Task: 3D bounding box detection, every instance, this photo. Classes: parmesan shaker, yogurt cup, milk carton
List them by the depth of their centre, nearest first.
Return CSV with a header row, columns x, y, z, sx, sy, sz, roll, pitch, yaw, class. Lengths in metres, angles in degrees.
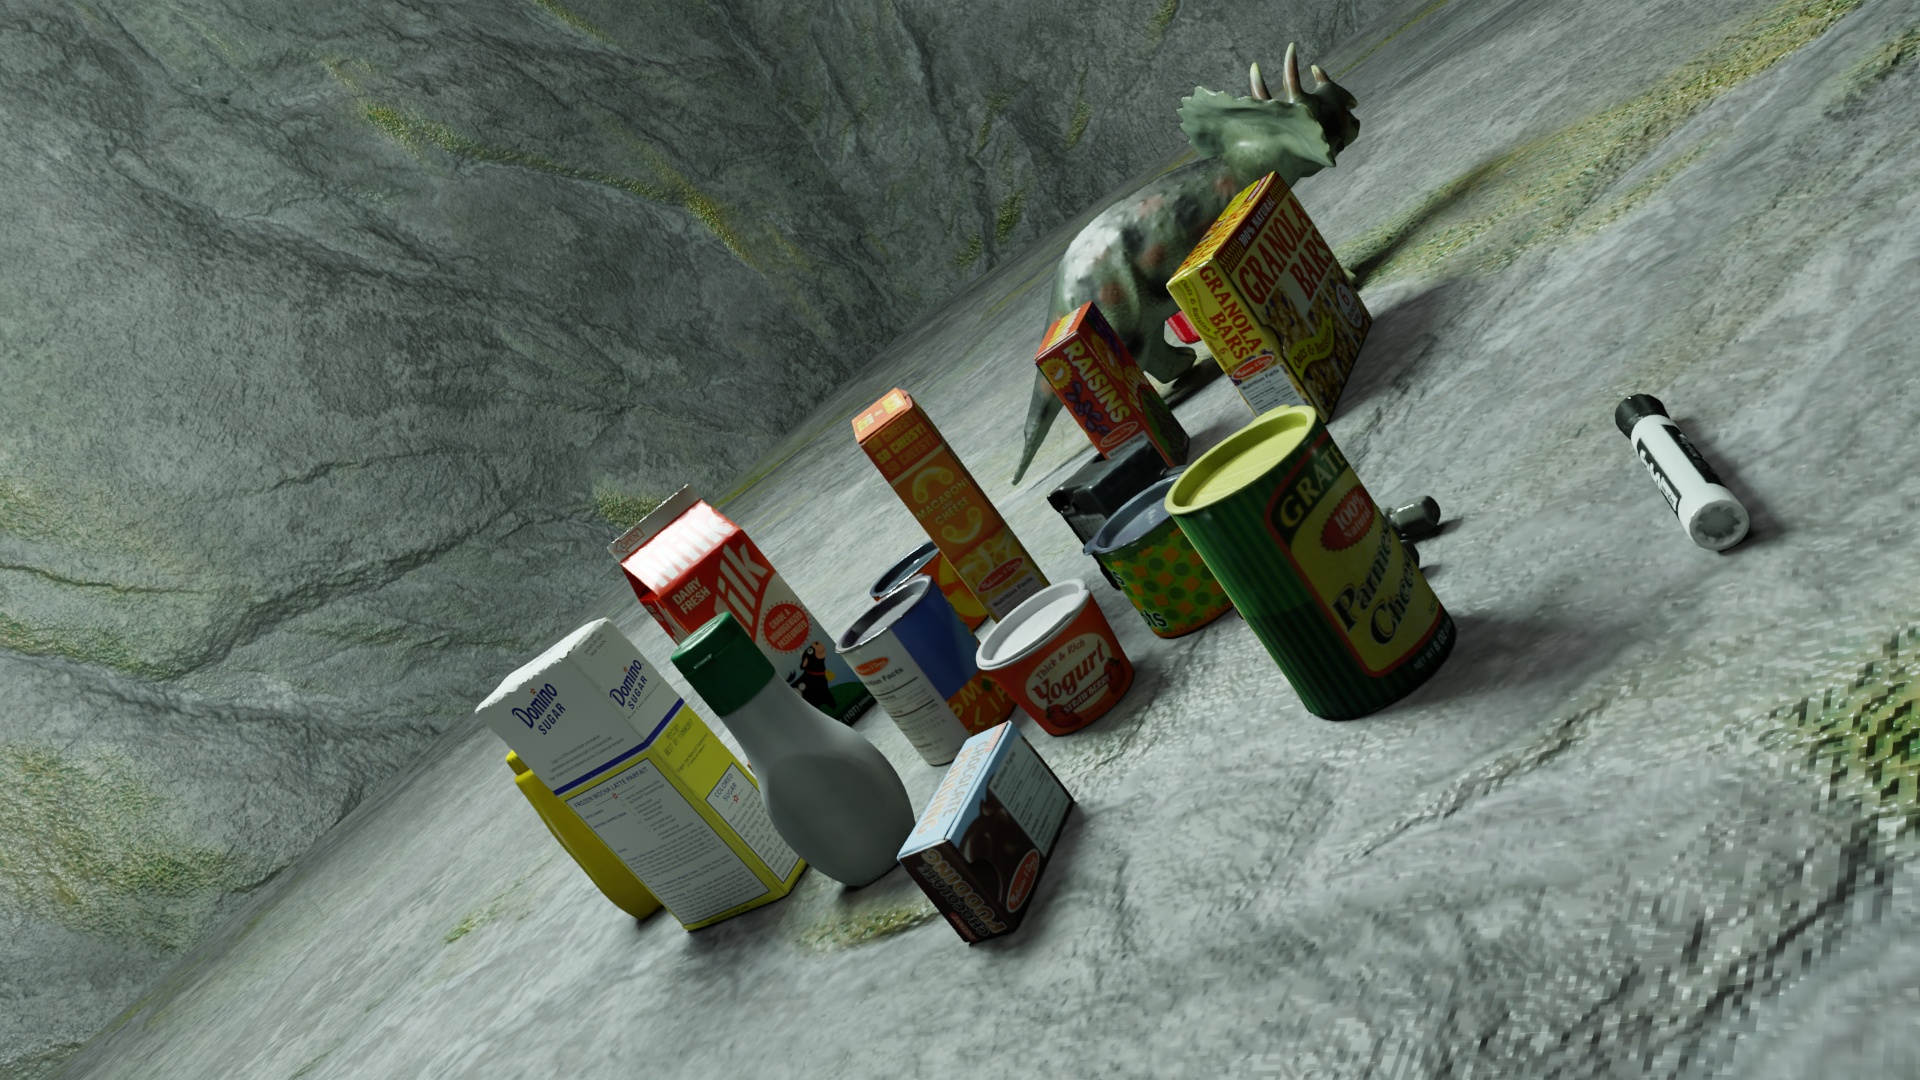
x,y,z,sx,sy,sz,roll,pitch,yaw,class
0.136,0.007,0.533,0.071,0.103,0.071,-35,12,9,parmesan shaker
0.050,0.060,0.694,0.072,0.054,0.072,-35,12,9,yogurt cup
-0.149,0.057,0.932,0.072,0.190,0.073,-42,13,-21,milk carton

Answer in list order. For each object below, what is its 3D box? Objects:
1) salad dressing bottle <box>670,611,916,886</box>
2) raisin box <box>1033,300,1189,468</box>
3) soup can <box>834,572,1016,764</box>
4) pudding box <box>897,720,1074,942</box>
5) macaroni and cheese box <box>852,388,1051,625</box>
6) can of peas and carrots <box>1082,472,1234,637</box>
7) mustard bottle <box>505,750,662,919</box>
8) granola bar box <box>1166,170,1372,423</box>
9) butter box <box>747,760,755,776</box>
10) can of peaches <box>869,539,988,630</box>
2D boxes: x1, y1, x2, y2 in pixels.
x,y,z,sx,sy,sz,roll,pitch,yaw,class
-0.082,0.102,0.683,0.064,0.147,0.044,-35,12,10,salad dressing bottle
0.105,-0.096,0.952,0.040,0.123,0.086,-32,13,24,raisin box
-0.016,0.070,0.769,0.071,0.083,0.071,-35,12,9,soup can
0.012,0.120,0.584,0.030,0.049,0.084,-29,14,33,pudding box
0.003,-0.010,0.816,0.040,0.166,0.124,-37,12,2,macaroni and cheese box
0.108,0.009,0.709,0.071,0.058,0.071,-35,12,9,can of peas and carrots
-0.233,0.160,0.858,0.049,0.160,0.065,-38,12,-4,mustard bottle
0.202,-0.152,0.886,0.039,0.124,0.166,-28,15,37,granola bar box
-0.101,0.132,0.849,0.024,0.053,0.104,-36,12,5,butter box
-0.020,0.040,0.950,0.071,0.058,0.071,-35,12,9,can of peaches
